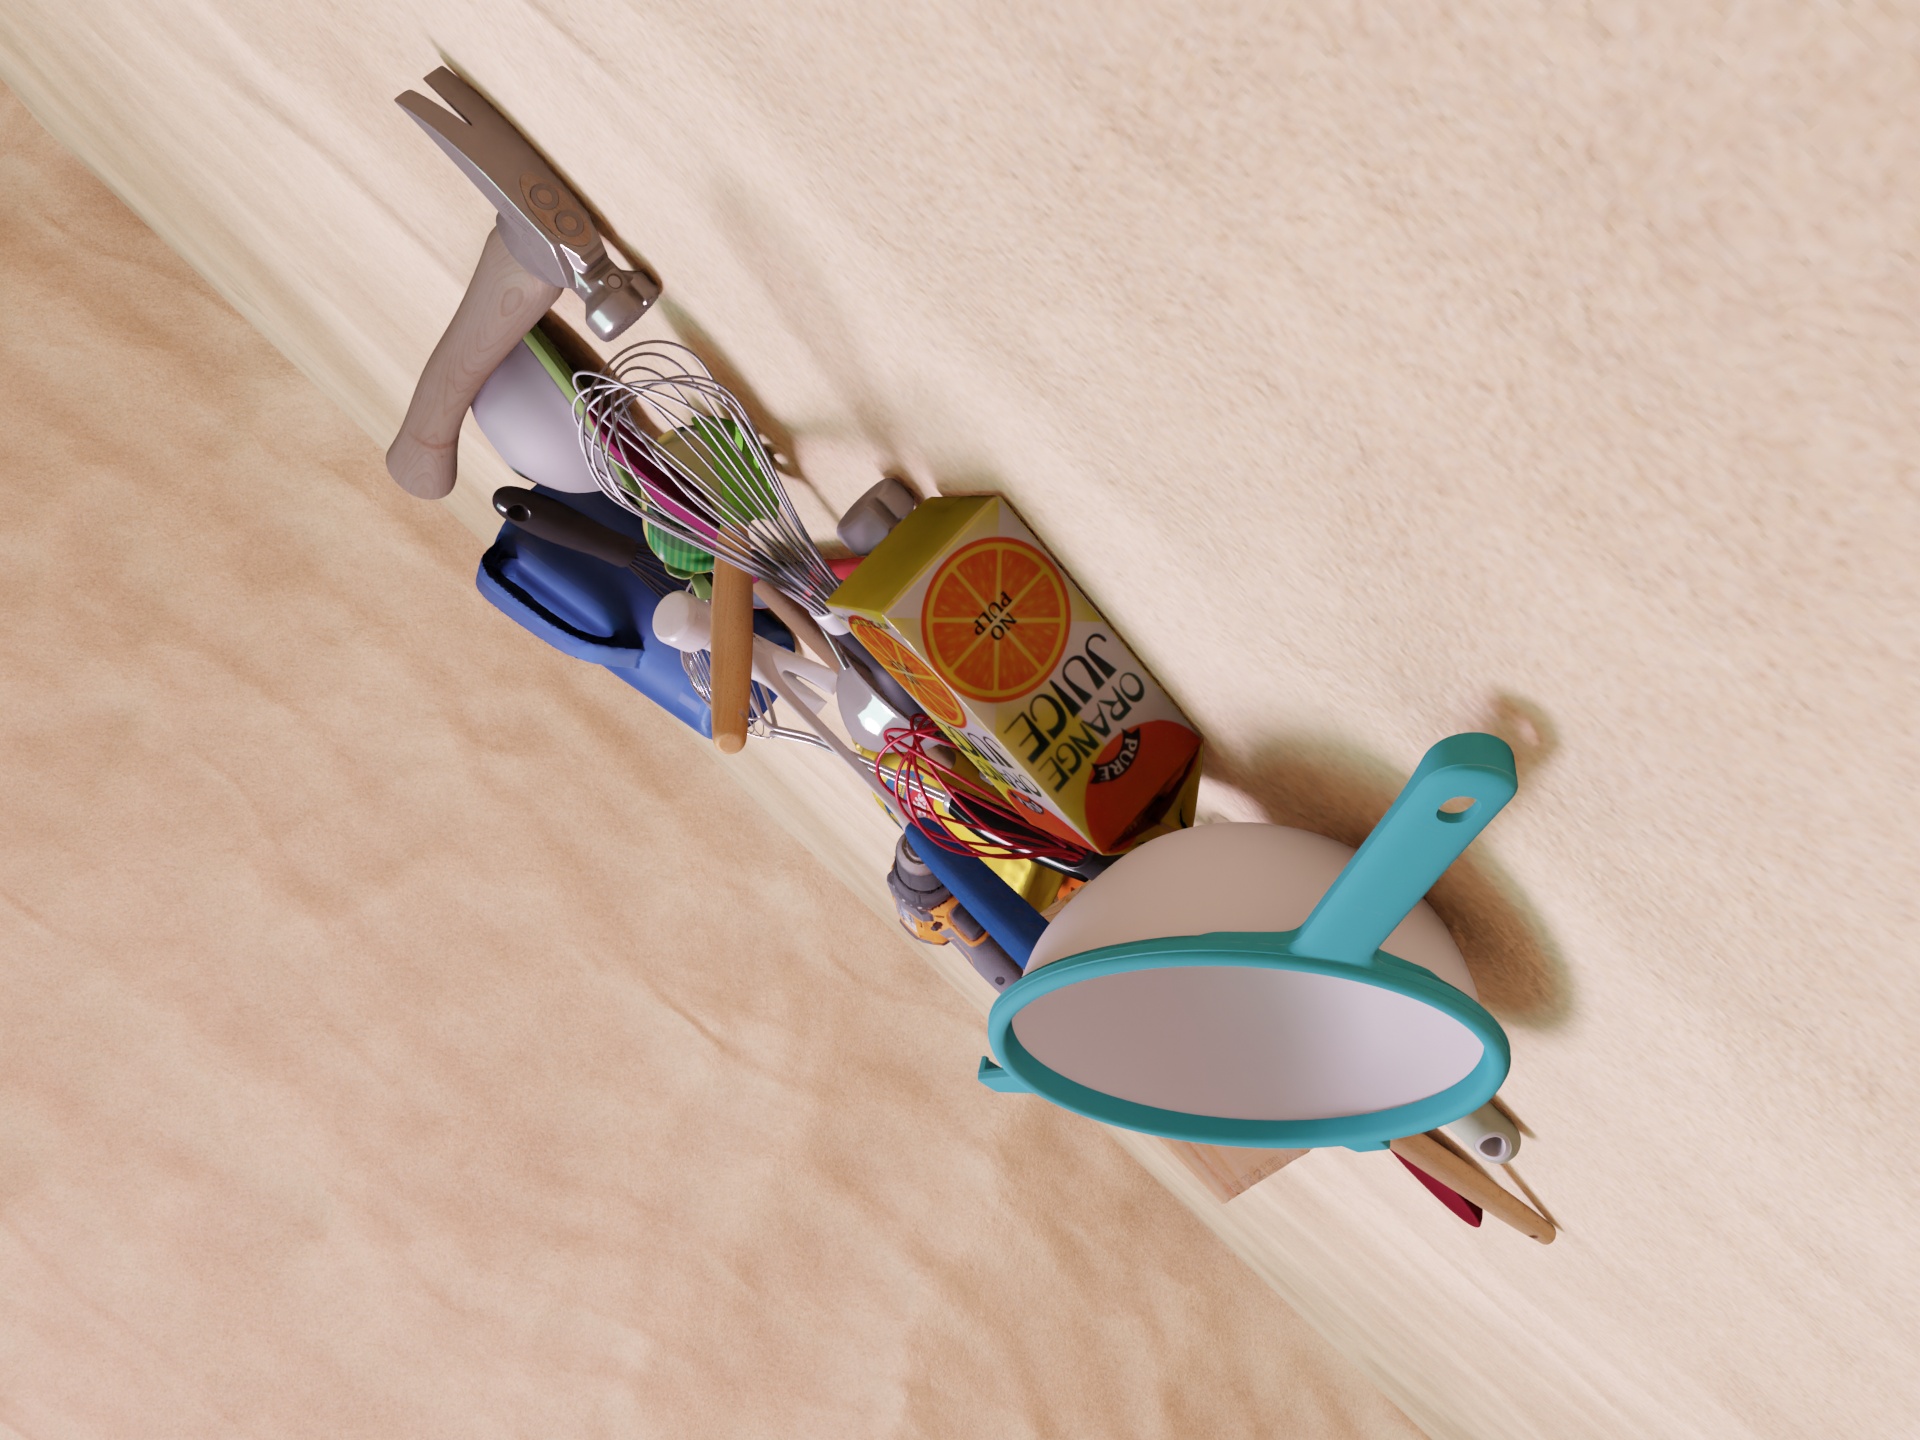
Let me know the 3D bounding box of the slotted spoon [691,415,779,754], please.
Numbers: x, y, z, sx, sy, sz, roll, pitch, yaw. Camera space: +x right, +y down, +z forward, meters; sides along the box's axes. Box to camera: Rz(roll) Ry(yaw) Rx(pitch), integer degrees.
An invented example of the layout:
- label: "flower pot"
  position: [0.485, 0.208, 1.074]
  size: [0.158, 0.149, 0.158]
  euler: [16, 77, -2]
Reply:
- label: "slotted spoon"
  position: [-0.108, -0.075, 0.765]
  size: [0.070, 0.031, 0.314]
  euler: [50, -165, -30]

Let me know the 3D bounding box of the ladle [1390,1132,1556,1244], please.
- label: "ladle"
  position: [0.223, 0.228, 0.864]
  size: [0.320, 0.062, 0.078]
  euler: [35, 144, -24]

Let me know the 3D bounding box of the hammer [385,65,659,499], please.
- label: "hammer"
  position: [-0.296, -0.218, 0.929]
  size: [0.146, 0.038, 0.410]
  euler: [47, 153, -13]

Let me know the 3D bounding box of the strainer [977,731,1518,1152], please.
- label: "strainer"
  position: [0.130, 0.071, 0.624]
  size: [0.211, 0.095, 0.340]
  euler: [10, 146, -4]

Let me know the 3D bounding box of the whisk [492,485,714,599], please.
- label: "whisk"
  position: [-0.239, -0.122, 1.139]
  size: [0.055, 0.055, 0.238]
  euler: [36, -172, 35]

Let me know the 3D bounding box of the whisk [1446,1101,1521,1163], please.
- label: "whisk"
  position: [0.197, 0.143, 0.805]
  size: [0.246, 0.058, 0.059]
  euler: [42, -156, -10]

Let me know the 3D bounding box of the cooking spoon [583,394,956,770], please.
- label: "cooking spoon"
  position: [-0.097, -0.065, 0.882]
  size: [0.318, 0.017, 0.069]
  euler: [45, -171, -36]

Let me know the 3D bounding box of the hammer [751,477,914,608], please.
- label: "hammer"
  position: [-0.060, -0.067, 0.923]
  size: [0.143, 0.038, 0.386]
  euler: [45, 169, -18]

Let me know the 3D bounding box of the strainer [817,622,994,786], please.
- label: "strainer"
  position: [0.012, 0.025, 0.896]
  size: [0.258, 0.050, 0.087]
  euler: [31, -168, -22]

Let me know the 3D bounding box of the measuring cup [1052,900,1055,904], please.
- label: "measuring cup"
  position: [0.033, 0.121, 1.304]
  size: [0.083, 0.038, 0.167]
  euler: [33, 161, 35]

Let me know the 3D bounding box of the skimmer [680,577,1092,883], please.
- label: "skimmer"
  position: [-0.046, 0.005, 1.094]
  size: [0.363, 0.090, 0.127]
  euler: [24, 164, 17]

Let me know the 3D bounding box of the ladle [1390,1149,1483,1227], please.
- label: "ladle"
  position: [0.197, 0.218, 0.961]
  size: [0.315, 0.031, 0.069]
  euler: [33, 173, -12]

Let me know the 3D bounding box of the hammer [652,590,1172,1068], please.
- label: "hammer"
  position: [-0.025, 0.056, 0.894]
  size: [0.406, 0.035, 0.144]
  euler: [42, -170, 37]

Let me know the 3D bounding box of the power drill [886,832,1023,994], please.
- label: "power drill"
  position: [0.029, 0.181, 1.258]
  size: [0.226, 0.084, 0.185]
  euler: [43, 165, 18]

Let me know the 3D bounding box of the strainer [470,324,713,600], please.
- label: "strainer"
  position: [-0.253, -0.162, 1.048]
  size: [0.256, 0.069, 0.151]
  euler: [52, 172, 18]

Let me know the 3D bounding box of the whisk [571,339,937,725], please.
- label: "whisk"
  position: [-0.072, -0.067, 0.713]
  size: [0.070, 0.070, 0.284]
  euler: [34, 173, 41]

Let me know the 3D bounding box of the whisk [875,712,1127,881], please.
- label: "whisk"
  position: [0.053, 0.062, 0.849]
  size: [0.073, 0.073, 0.295]
  euler: [34, 180, 41]

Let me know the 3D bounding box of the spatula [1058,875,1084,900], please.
- label: "spatula"
  position: [0.138, 0.195, 1.249]
  size: [0.081, 0.041, 0.322]
  euler: [36, 171, 36]
